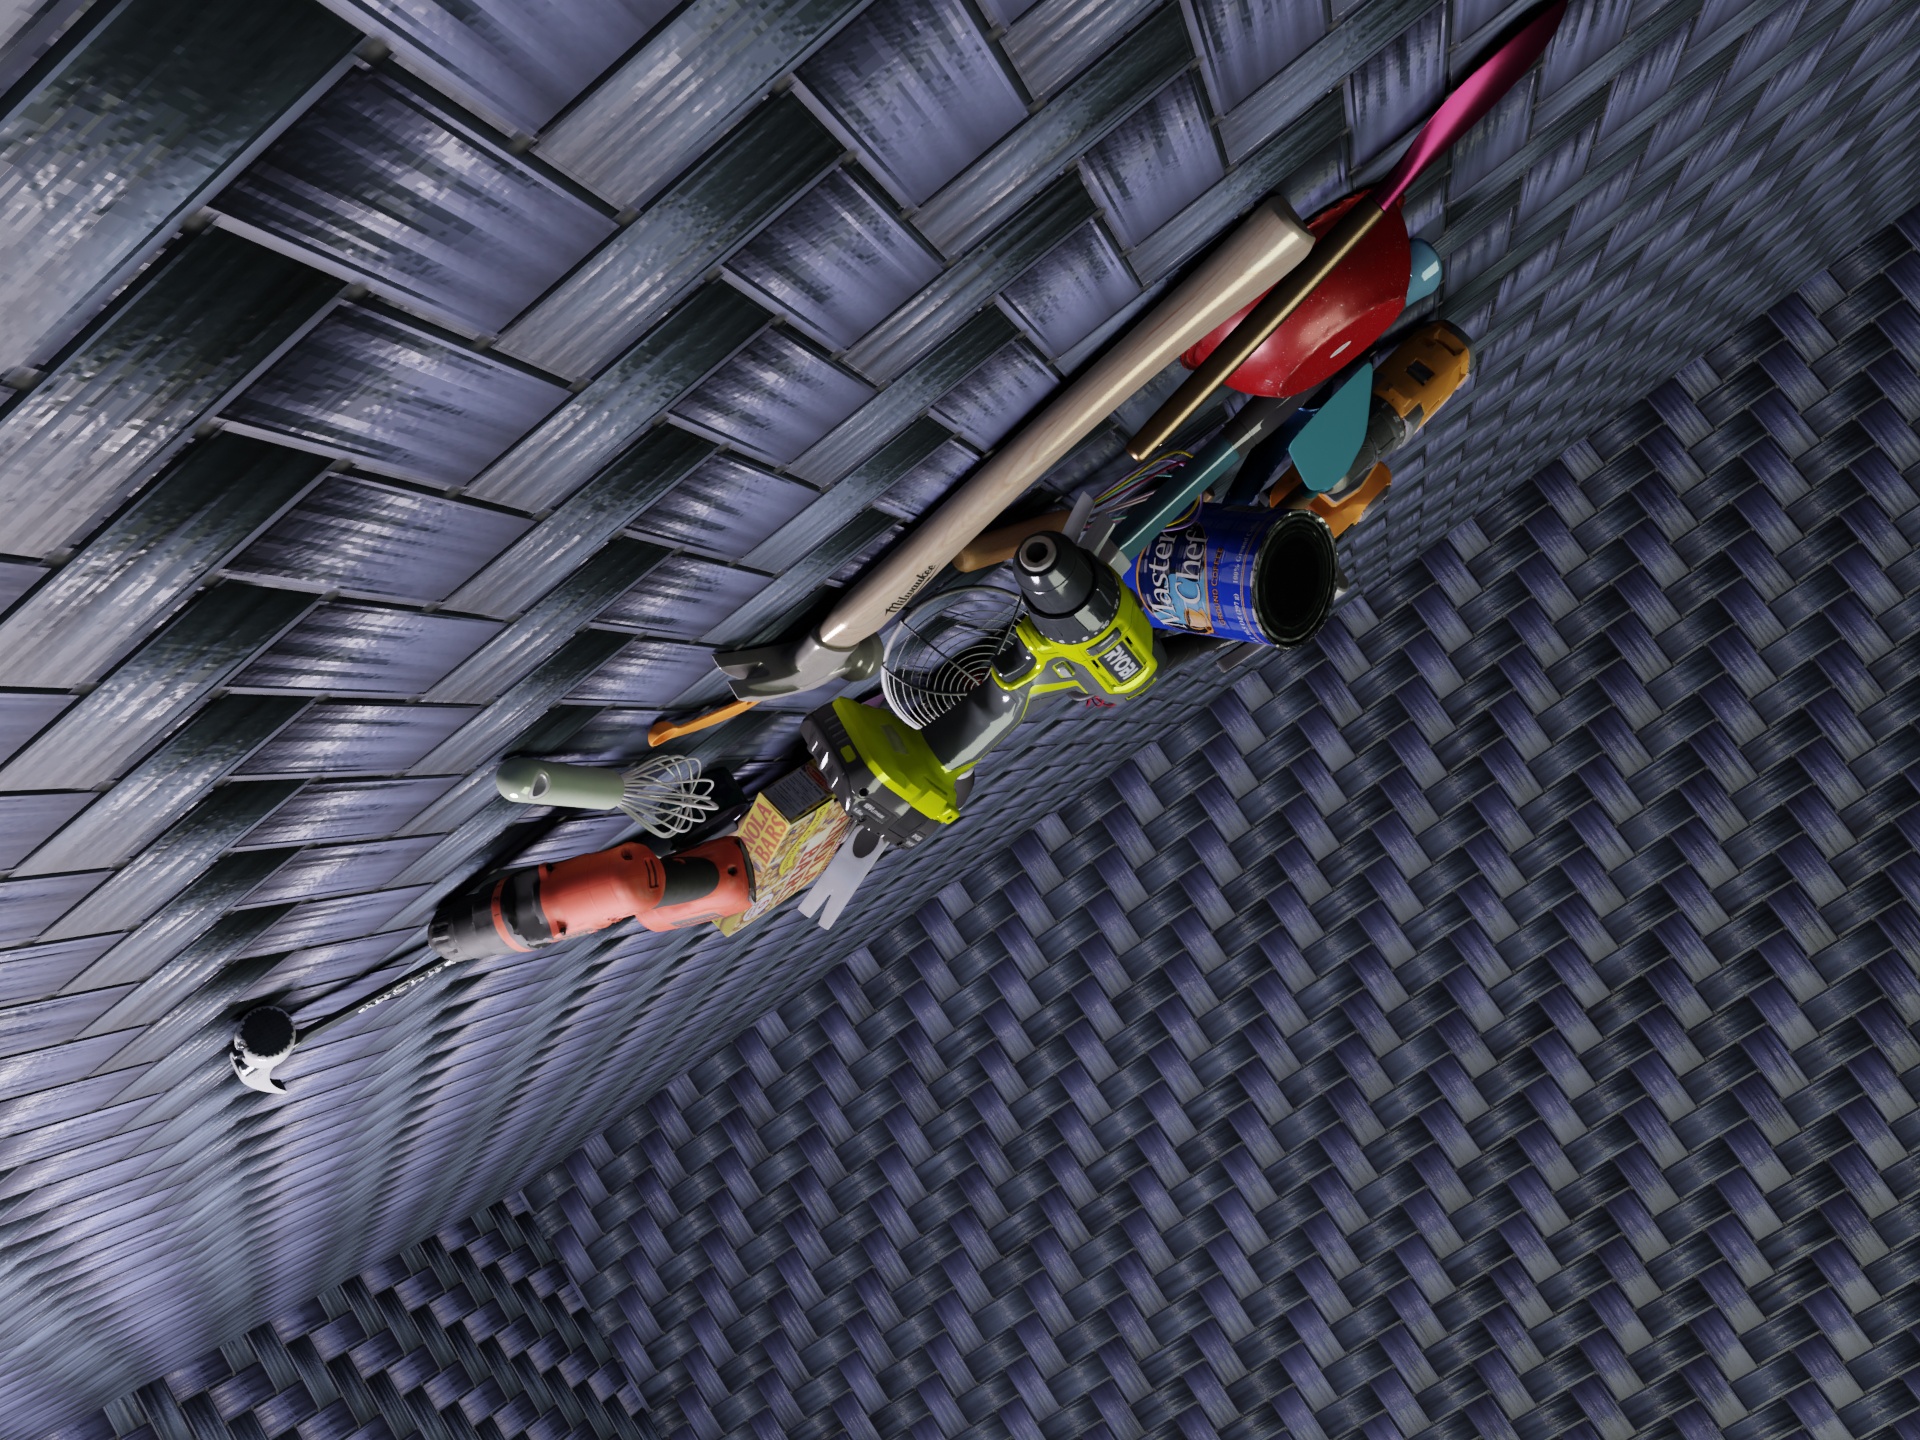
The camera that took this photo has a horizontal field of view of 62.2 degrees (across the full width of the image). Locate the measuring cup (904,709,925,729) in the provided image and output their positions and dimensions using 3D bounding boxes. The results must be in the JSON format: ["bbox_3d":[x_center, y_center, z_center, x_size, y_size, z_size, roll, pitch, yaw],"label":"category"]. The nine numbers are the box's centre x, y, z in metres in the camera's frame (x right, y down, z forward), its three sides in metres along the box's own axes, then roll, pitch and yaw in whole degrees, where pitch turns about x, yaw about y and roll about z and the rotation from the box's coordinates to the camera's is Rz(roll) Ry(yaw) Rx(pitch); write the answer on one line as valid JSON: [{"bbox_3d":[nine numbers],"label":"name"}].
[{"bbox_3d":[-0.053,0.016,1.394,0.029,0.062,0.156,-23,169,29],"label":"measuring cup"}]

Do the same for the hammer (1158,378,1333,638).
[{"bbox_3d":[0.223,-0.166,1.340,0.144,0.035,0.405,-56,175,-22],"label":"hammer"}]

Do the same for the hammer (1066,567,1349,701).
[{"bbox_3d":[0.197,-0.063,1.361,0.334,0.035,0.146,-19,166,-47],"label":"hammer"}]

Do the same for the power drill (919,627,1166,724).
[{"bbox_3d":[0.063,-0.056,1.341,0.219,0.078,0.143,-35,170,25],"label":"power drill"}]

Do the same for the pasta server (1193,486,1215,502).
[{"bbox_3d":[0.119,-0.100,1.415,0.060,0.040,0.316,0,147,-44],"label":"pasta server"}]

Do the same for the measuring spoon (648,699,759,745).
[{"bbox_3d":[-0.162,-0.005,1.025,0.021,0.011,0.117,-40,173,32],"label":"measuring spoon"}]

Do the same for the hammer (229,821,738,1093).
[{"bbox_3d":[-0.332,0.155,1.166,0.409,0.036,0.149,-28,170,-35],"label":"hammer"}]

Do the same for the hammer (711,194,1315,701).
[{"bbox_3d":[0.026,-0.141,0.897,0.410,0.038,0.146,-40,168,28],"label":"hammer"}]

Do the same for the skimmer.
[{"bbox_3d":[-0.002,-0.004,1.270,0.127,0.090,0.363,-13,166,-7],"label":"skimmer"}]

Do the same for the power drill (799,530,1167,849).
[{"bbox_3d":[0.015,-0.023,1.031,0.228,0.080,0.190,-36,152,8],"label":"power drill"}]

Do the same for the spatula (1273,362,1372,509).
[{"bbox_3d":[0.249,-0.177,1.199,0.082,0.044,0.317,-46,177,-7],"label":"spatula"}]

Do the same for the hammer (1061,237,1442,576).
[{"bbox_3d":[0.191,-0.194,1.070,0.331,0.033,0.128,-43,154,7],"label":"hammer"}]

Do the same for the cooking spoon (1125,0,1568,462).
[{"bbox_3d":[0.206,-0.259,0.860,0.319,0.017,0.069,-45,173,15],"label":"cooking spoon"}]

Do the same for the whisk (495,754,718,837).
[{"bbox_3d":[-0.215,0.042,0.982,0.246,0.059,0.058,20,89,-74],"label":"whisk"}]

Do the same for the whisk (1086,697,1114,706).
[{"bbox_3d":[0.146,-0.079,1.561,0.073,0.073,0.295,-32,165,-12],"label":"whisk"}]

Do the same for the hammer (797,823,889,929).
[{"bbox_3d":[-0.062,0.088,1.495,0.143,0.038,0.386,-55,178,10],"label":"hammer"}]

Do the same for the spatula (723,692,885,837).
[{"bbox_3d":[-0.156,0.065,1.363,0.316,0.018,0.060,-43,170,38],"label":"spatula"}]

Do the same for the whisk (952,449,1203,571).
[{"bbox_3d":[0.087,-0.144,1.100,0.245,0.051,0.047,-22,144,-37],"label":"whisk"}]

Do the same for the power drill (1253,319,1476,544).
[{"bbox_3d":[0.321,-0.215,1.329,0.185,0.084,0.226,-44,172,-22],"label":"power drill"}]
